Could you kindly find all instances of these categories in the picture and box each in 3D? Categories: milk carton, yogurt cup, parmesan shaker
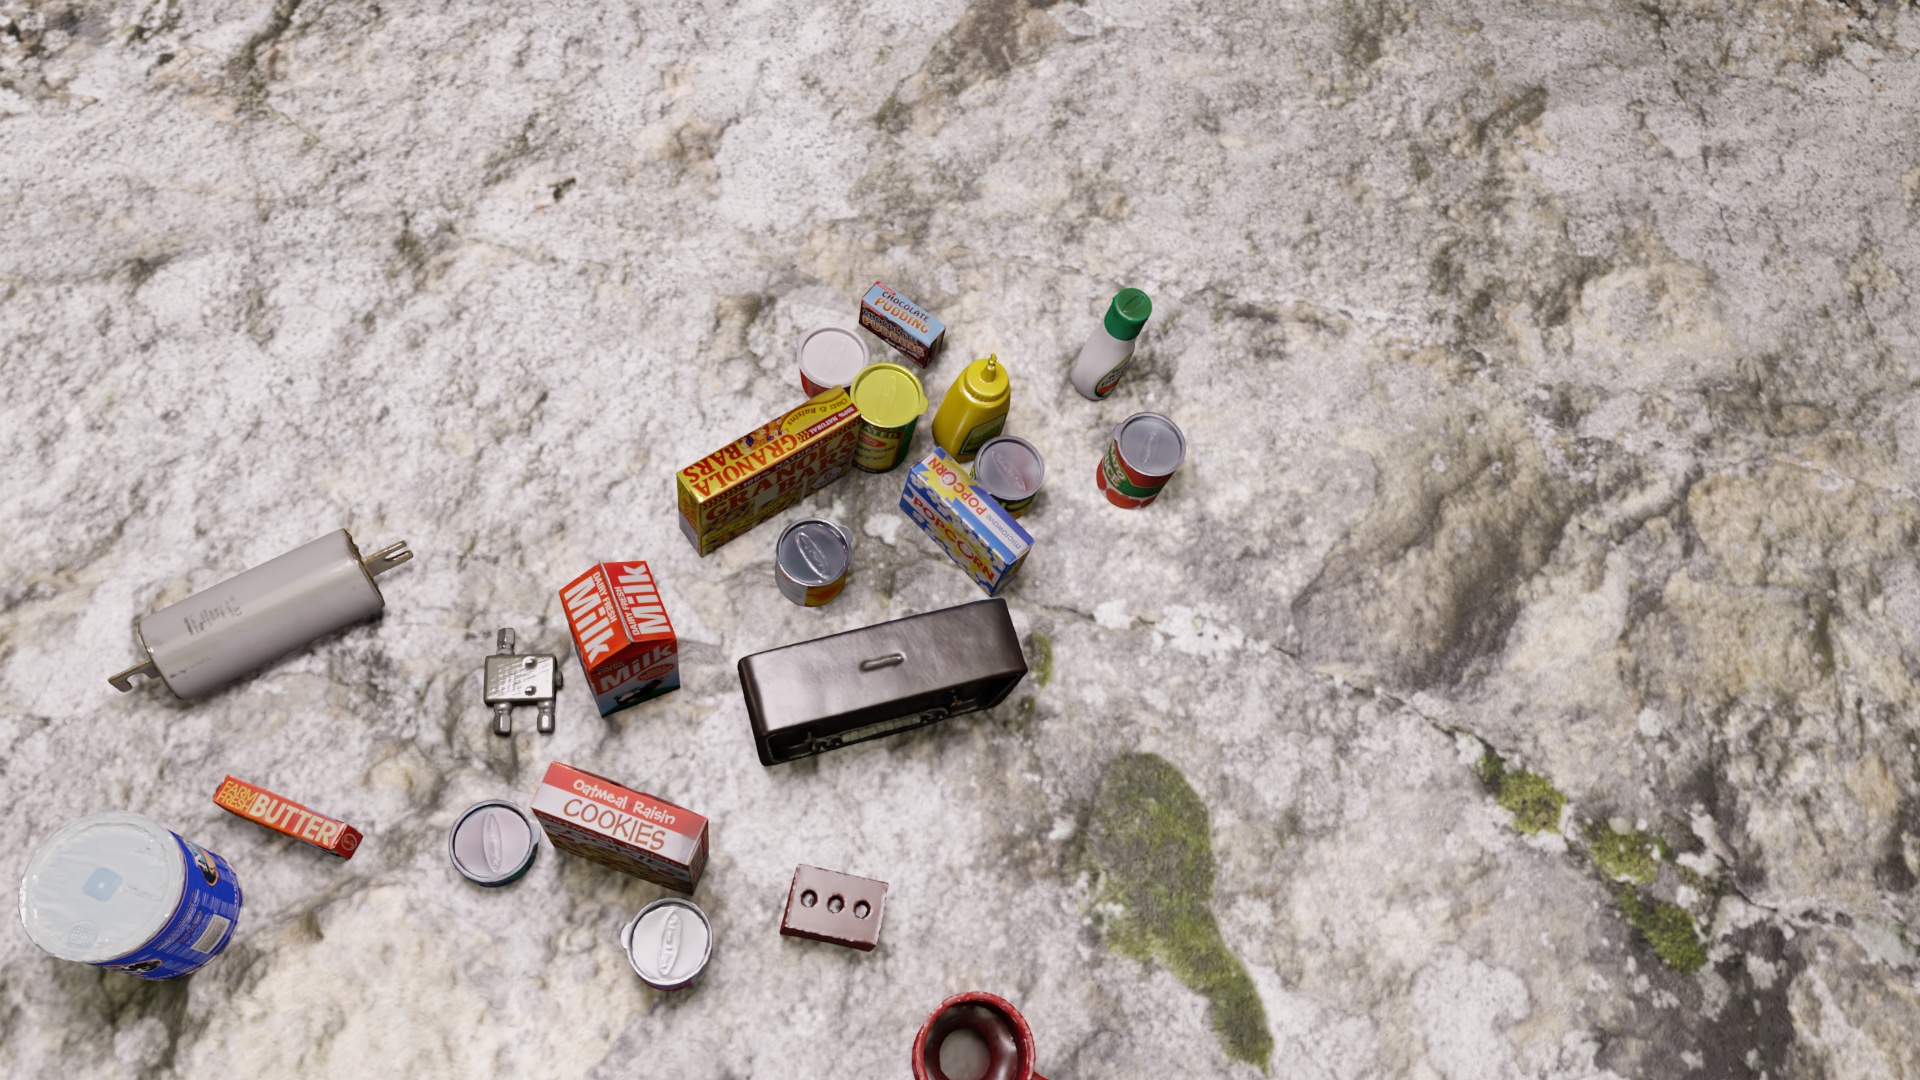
[{"bbox_3d":[-0.273,0.076,1.121,0.073,0.189,0.072,-21,73,-17],"label":"milk carton"},{"bbox_3d":[-0.123,-0.164,1.324,0.072,0.053,0.072,4,67,-9],"label":"yogurt cup"},{"bbox_3d":[-0.071,-0.110,1.284,0.071,0.102,0.071,4,67,-9],"label":"parmesan shaker"}]

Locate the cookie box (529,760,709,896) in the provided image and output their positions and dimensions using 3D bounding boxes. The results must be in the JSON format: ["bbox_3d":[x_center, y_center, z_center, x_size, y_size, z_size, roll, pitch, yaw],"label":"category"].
[{"bbox_3d":[-0.258,0.225,1.073,0.123,0.166,0.040,20,66,-1],"label":"cookie box"}]

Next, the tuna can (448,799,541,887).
[{"bbox_3d":[-0.373,0.244,1.118,0.071,0.032,0.071,4,67,-9],"label":"tuna can"}]

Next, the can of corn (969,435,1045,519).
[{"bbox_3d":[0.039,-0.055,1.305,0.071,0.058,0.071,4,67,-9],"label":"can of corn"}]

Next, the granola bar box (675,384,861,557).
[{"bbox_3d":[-0.170,-0.060,1.233,0.166,0.123,0.039,-32,76,-20],"label":"granola bar box"}]

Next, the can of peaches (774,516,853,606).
[{"bbox_3d":[-0.131,0.019,1.243,0.071,0.057,0.071,4,67,-9],"label":"can of peaches"}]

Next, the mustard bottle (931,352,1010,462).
[{"bbox_3d":[0.015,-0.126,1.274,0.065,0.159,0.049,-27,75,-19],"label":"mustard bottle"}]

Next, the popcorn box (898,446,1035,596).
[{"bbox_3d":[0.005,-0.016,1.267,0.038,0.085,0.127,-41,80,-22],"label":"popcorn box"}]

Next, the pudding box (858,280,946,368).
[{"bbox_3d":[-0.057,-0.212,1.358,0.084,0.049,0.030,35,66,6],"label":"pudding box"}]

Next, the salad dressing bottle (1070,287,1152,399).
[{"bbox_3d":[0.145,-0.188,1.331,0.064,0.147,0.044,-41,80,-22],"label":"salad dressing bottle"}]

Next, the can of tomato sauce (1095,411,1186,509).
[{"bbox_3d":[0.168,-0.075,1.323,0.071,0.082,0.071,4,67,-9],"label":"can of tomato sauce"}]

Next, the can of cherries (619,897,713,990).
[{"bbox_3d":[-0.232,0.319,1.098,0.071,0.058,0.072,4,67,-9],"label":"can of cherries"}]

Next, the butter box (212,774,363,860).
[{"bbox_3d":[-0.528,0.218,1.090,0.103,0.053,0.024,22,66,0],"label":"butter box"}]
